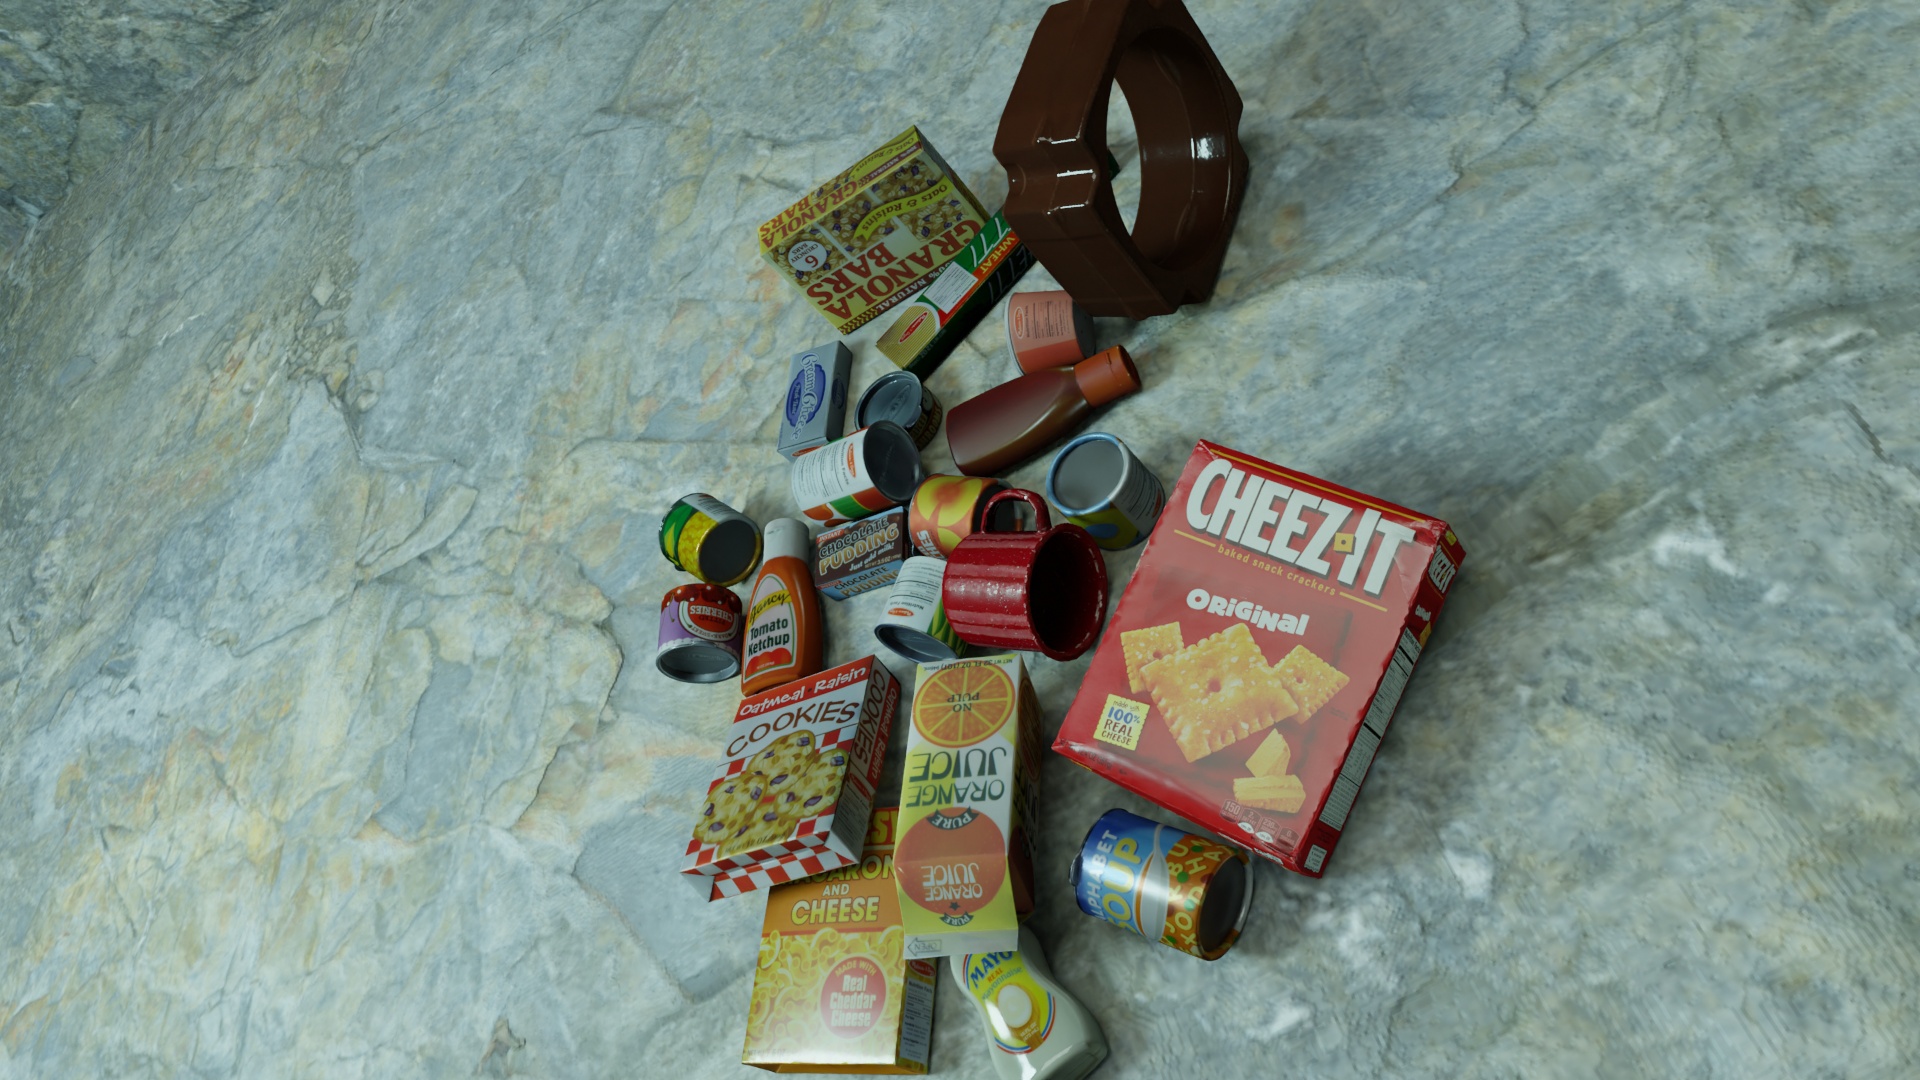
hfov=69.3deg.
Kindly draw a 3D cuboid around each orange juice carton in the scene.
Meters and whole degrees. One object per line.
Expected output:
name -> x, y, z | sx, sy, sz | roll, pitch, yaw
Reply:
orange juice carton -> 0.007, 0.169, 0.869 | 0.072, 0.072, 0.194 | -7, 46, 14

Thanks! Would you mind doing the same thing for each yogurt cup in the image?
yogurt cup -> 0.070, -0.161, 1.066 | 0.054, 0.072, 0.073 | -8, 59, 22

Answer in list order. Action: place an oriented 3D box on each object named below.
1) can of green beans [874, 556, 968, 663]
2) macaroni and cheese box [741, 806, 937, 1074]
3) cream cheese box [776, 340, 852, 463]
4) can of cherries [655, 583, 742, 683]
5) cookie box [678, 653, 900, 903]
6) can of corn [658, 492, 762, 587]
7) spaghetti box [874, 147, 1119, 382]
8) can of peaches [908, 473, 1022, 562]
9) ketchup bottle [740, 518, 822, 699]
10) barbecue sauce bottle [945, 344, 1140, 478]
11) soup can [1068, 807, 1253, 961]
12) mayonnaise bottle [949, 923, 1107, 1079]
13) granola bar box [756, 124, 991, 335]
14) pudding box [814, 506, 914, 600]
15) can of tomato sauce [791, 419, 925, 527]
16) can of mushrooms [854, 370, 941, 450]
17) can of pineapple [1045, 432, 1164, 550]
can of green beans -> -0.021, 0.052, 0.995 | 0.071, 0.071, 0.058 | 4, 60, 37
macaroni and cheese box -> -0.074, 0.264, 0.924 | 0.123, 0.040, 0.167 | -12, 57, 29
cream cheese box -> -0.126, -0.121, 1.204 | 0.053, 0.024, 0.104 | -13, 57, 28
can of cherries -> -0.207, 0.074, 1.113 | 0.071, 0.071, 0.058 | -20, 53, 25
cookie box -> -0.115, 0.164, 0.975 | 0.123, 0.040, 0.168 | -20, 32, 22
can of corn -> -0.209, 0.003, 1.160 | 0.058, 0.071, 0.071 | 26, 80, 42
spaghetti box -> 0.031, -0.238, 1.162 | 0.250, 0.028, 0.050 | -47, 47, 2
can of peaches -> 0.004, -0.013, 1.020 | 0.058, 0.071, 0.071 | 6, 67, 36
ketchup bottle -> -0.139, 0.054, 1.095 | 0.064, 0.043, 0.149 | -20, 53, 25
barbecue sauce bottle -> 0.062, -0.100, 1.048 | 0.148, 0.043, 0.065 | -25, 52, 20
soup can -> 0.117, 0.200, 0.809 | 0.084, 0.071, 0.071 | 12, 71, 39
mayonnaise bottle -> 0.027, 0.267, 0.851 | 0.065, 0.041, 0.148 | -40, 47, 3
granola bar box -> -0.070, -0.260, 1.181 | 0.165, 0.124, 0.039 | -28, 51, 18
pudding box -> -0.071, 0.010, 1.082 | 0.083, 0.030, 0.050 | -17, 54, 26
can of tomato sauce -> -0.081, -0.051, 1.096 | 0.083, 0.071, 0.071 | -18, 54, 38
can of mushrooms -> -0.049, -0.101, 1.132 | 0.071, 0.033, 0.071 | -17, 54, 26
can of pineapple -> 0.099, -0.034, 0.972 | 0.071, 0.057, 0.071 | -17, 55, 27
